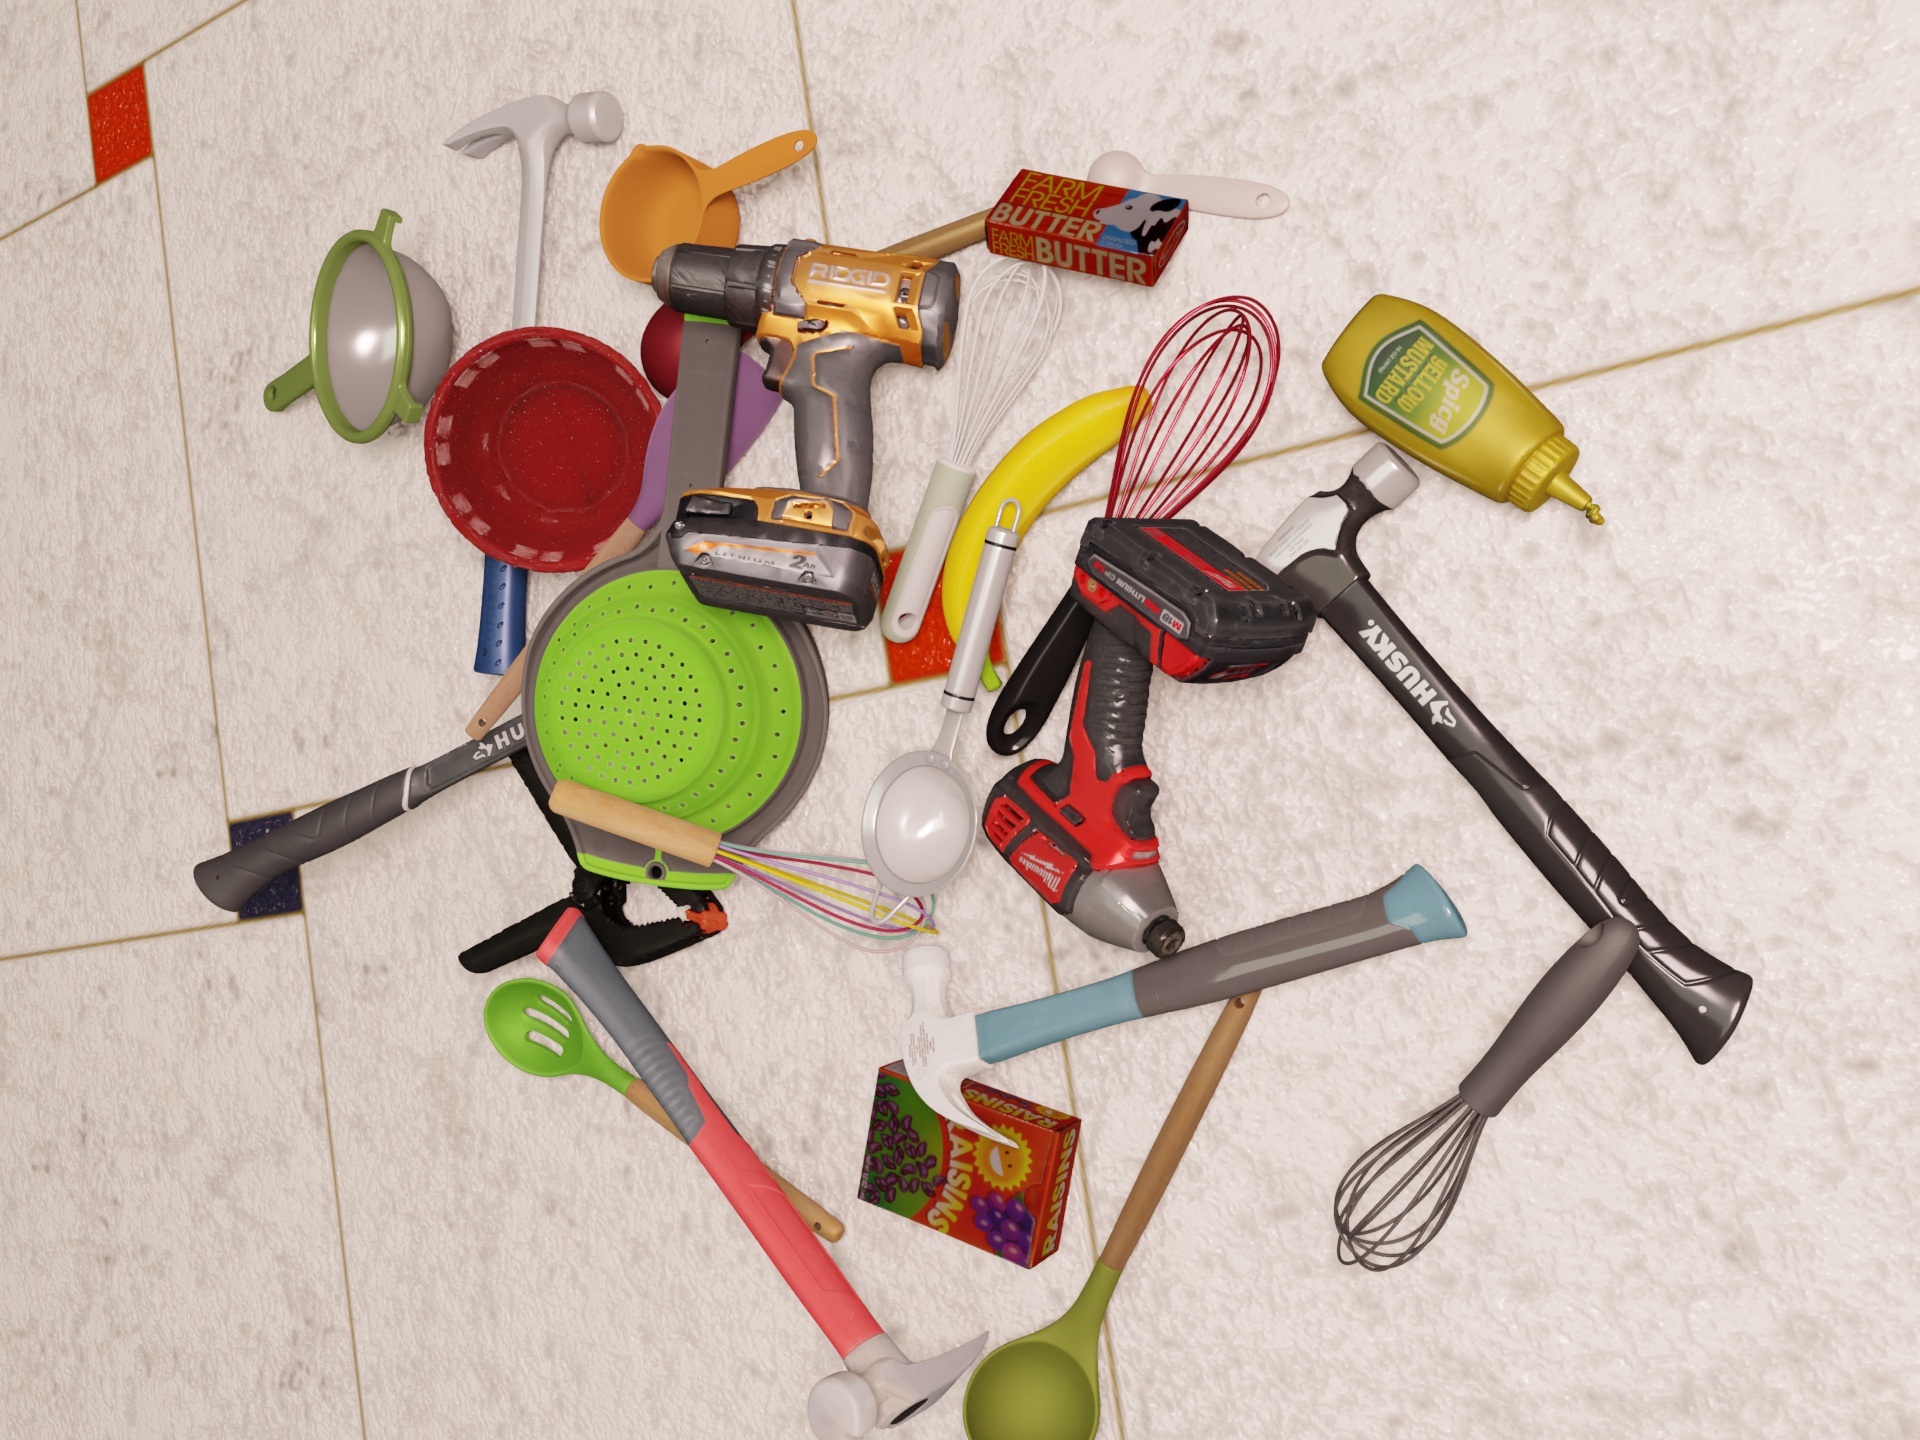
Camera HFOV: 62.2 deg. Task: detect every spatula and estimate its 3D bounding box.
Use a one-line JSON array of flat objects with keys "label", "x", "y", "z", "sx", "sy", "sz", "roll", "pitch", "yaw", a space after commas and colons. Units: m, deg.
[{"label": "spatula", "x": -0.231, "y": -0.111, "z": 1.050, "sx": 0.059, "sy": 0.018, "sz": 0.316, "roll": 38, "pitch": 99, "yaw": -12}]

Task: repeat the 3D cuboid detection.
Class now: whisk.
[{"label": "whisk", "x": -0.125, "y": 0.084, "z": 0.947, "sx": 0.245, "sy": 0.047, "sz": 0.051, "roll": 21, "pitch": 116, "yaw": -10}, {"label": "whisk", "x": 0.001, "y": -0.159, "z": 0.945, "sx": 0.059, "sy": 0.057, "sz": 0.246, "roll": 49, "pitch": 123, "yaw": 58}, {"label": "whisk", "x": 0.088, "y": -0.101, "z": 0.889, "sx": 0.073, "sy": 0.073, "sz": 0.295, "roll": 39, "pitch": 114, "yaw": 24}, {"label": "whisk", "x": 0.256, "y": 0.187, "z": 0.784, "sx": 0.055, "sy": 0.055, "sz": 0.239, "roll": 41, "pitch": 117, "yaw": 23}]

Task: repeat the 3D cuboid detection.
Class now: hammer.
[{"label": "hammer", "x": 0.264, "y": 0.028, "z": 0.801, "sx": 0.146, "sy": 0.035, "sz": 0.335, "roll": -44, "pitch": 70, "yaw": 22}, {"label": "hammer", "x": -0.139, "y": 0.262, "z": 0.988, "sx": 0.387, "sy": 0.143, "sz": 0.038, "roll": 46, "pitch": 111, "yaw": 26}, {"label": "hammer", "x": -0.318, "y": -0.235, "z": 1.131, "sx": 0.144, "sy": 0.035, "sz": 0.405, "roll": 7, "pitch": 94, "yaw": 29}, {"label": "hammer", "x": 0.111, "y": 0.145, "z": 0.874, "sx": 0.331, "sy": 0.033, "sz": 0.128, "roll": -22, "pitch": 53, "yaw": 24}, {"label": "hammer", "x": -0.369, "y": 0.034, "z": 1.109, "sx": 0.409, "sy": 0.036, "sz": 0.149, "roll": -25, "pitch": 78, "yaw": 13}]

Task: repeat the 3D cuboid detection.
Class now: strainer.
[{"label": "strainer", "x": -0.449, "y": -0.271, "z": 1.200, "sx": 0.256, "sy": 0.069, "sz": 0.151, "roll": -9, "pitch": 88, "yaw": 46}, {"label": "strainer", "x": -0.001, "y": -0.003, "z": 0.924, "sx": 0.087, "sy": 0.050, "sz": 0.258, "roll": 23, "pitch": 102, "yaw": 37}]

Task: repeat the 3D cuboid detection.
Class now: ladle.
[{"label": "ladle", "x": 0.091, "y": 0.285, "z": 0.891, "sx": 0.078, "sy": 0.062, "sz": 0.320, "roll": 29, "pitch": 102, "yaw": 24}, {"label": "ladle", "x": -0.084, "y": -0.272, "z": 1.003, "sx": 0.315, "sy": 0.031, "sz": 0.069, "roll": -14, "pitch": 94, "yaw": 27}]

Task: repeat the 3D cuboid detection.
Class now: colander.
[{"label": "colander", "x": -0.181, "y": -0.088, "z": 0.983, "sx": 0.204, "sy": 0.094, "sz": 0.397, "roll": 7, "pitch": 93, "yaw": 7}]

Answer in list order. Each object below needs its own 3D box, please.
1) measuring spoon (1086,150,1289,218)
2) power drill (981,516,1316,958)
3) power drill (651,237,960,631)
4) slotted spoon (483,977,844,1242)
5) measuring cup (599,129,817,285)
[{"label": "measuring spoon", "x": 0.124, "y": -0.297, "z": 0.887, "sx": 0.124, "sy": 0.018, "sz": 0.034, "roll": 18, "pitch": 99, "yaw": 28}, {"label": "power drill", "x": 0.094, "y": 0.013, "z": 0.844, "sx": 0.143, "sy": 0.078, "sz": 0.219, "roll": 44, "pitch": 126, "yaw": 40}, {"label": "power drill", "x": -0.109, "y": -0.179, "z": 0.931, "sx": 0.185, "sy": 0.084, "sz": 0.226, "roll": 10, "pitch": 75, "yaw": 6}, {"label": "slotted spoon", "x": -0.203, "y": 0.264, "z": 1.076, "sx": 0.314, "sy": 0.031, "sz": 0.070, "roll": 27, "pitch": 104, "yaw": 25}, {"label": "measuring cup", "x": -0.152, "y": -0.336, "z": 1.027, "sx": 0.173, "sy": 0.052, "sz": 0.095, "roll": -14, "pitch": 83, "yaw": 27}]
